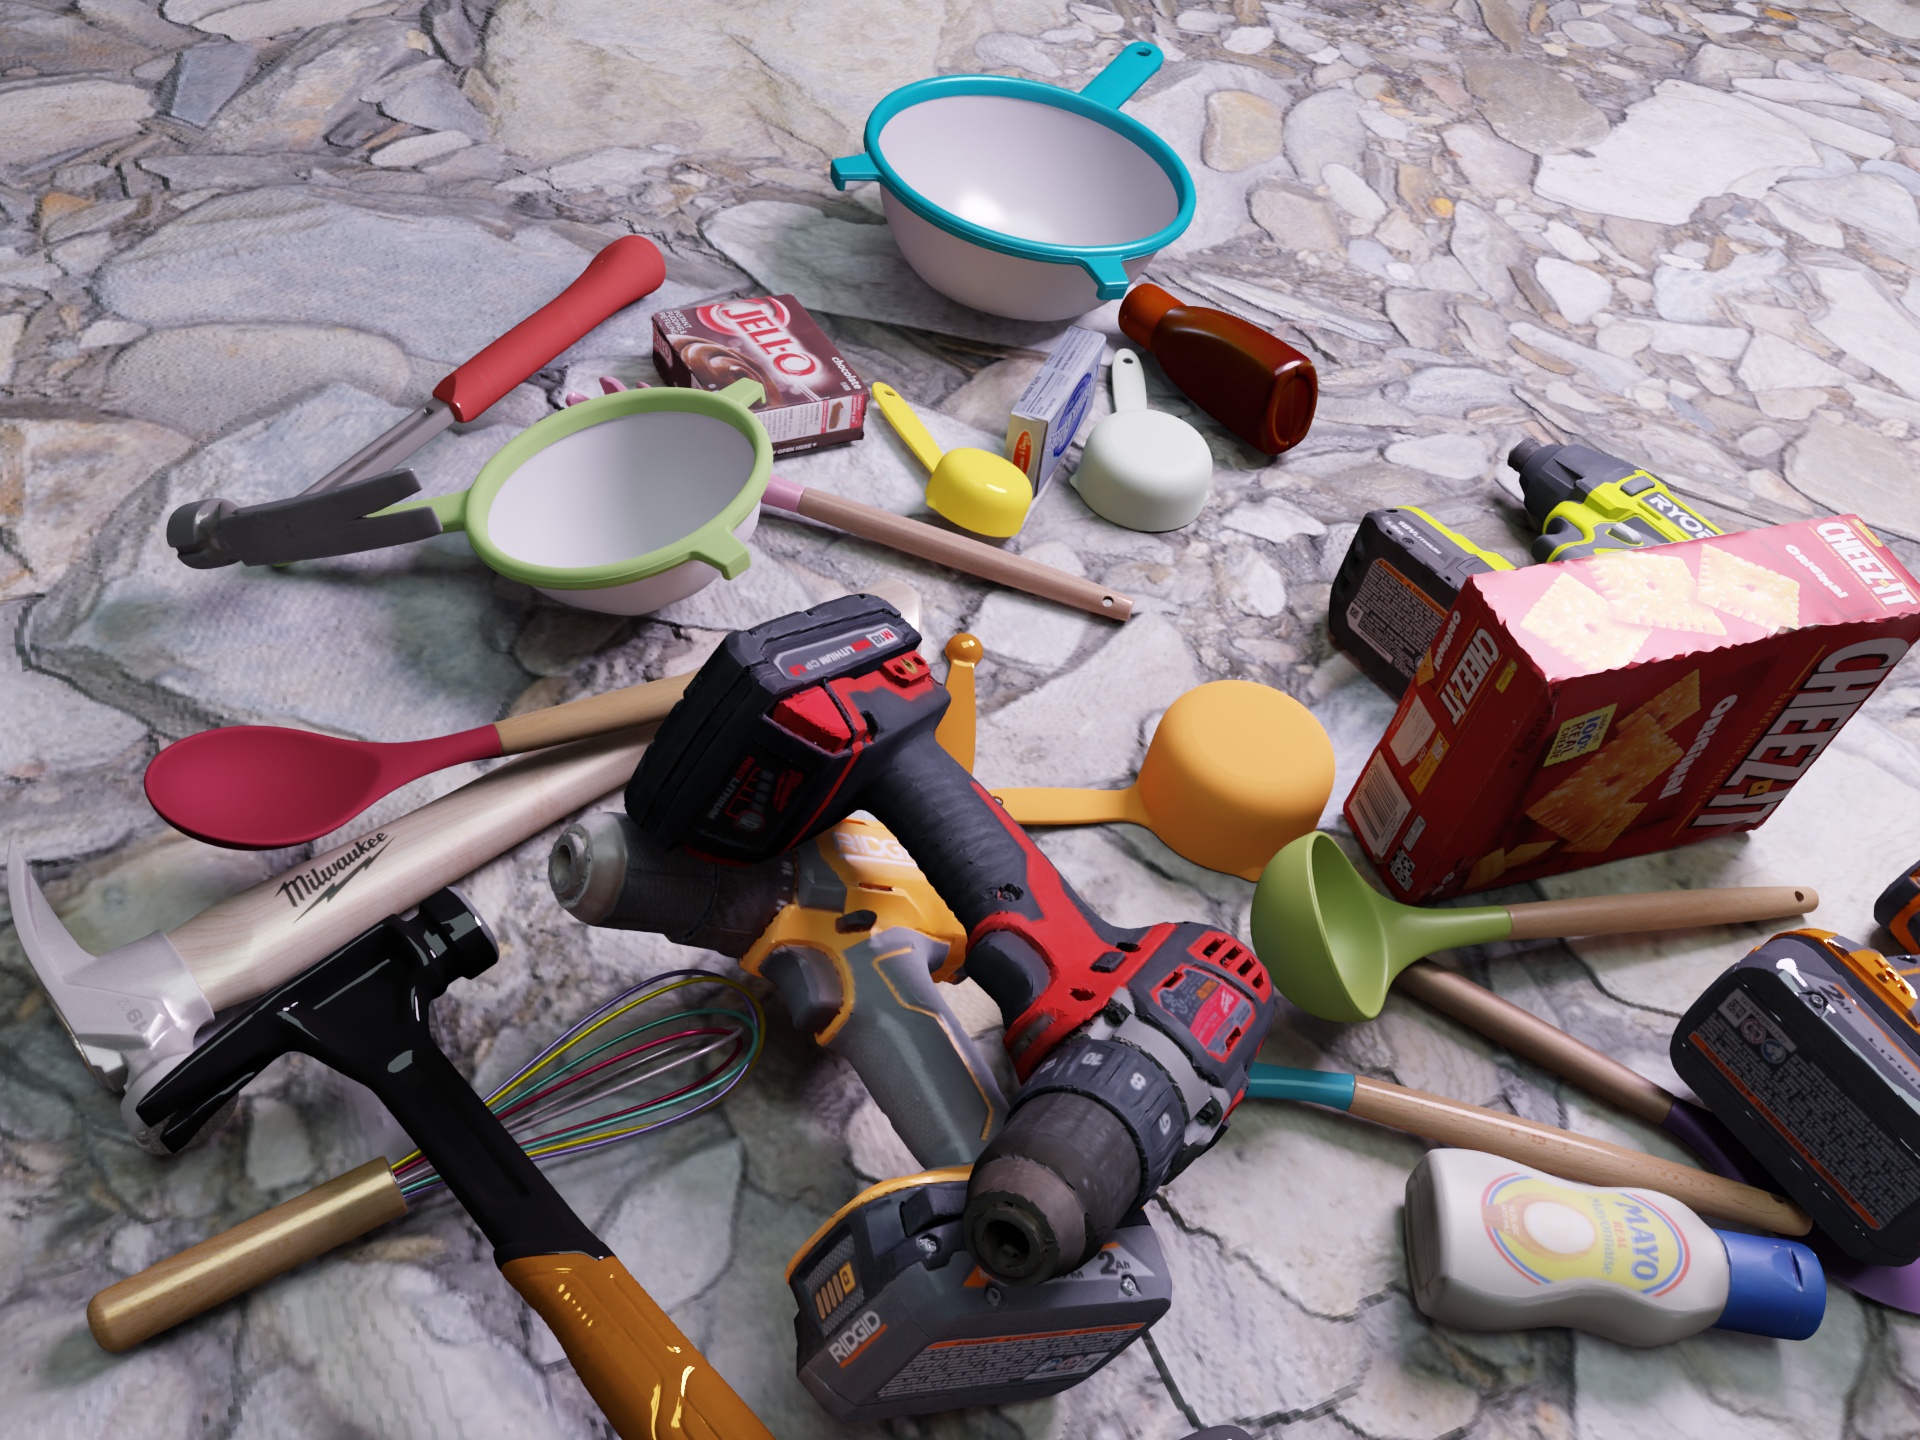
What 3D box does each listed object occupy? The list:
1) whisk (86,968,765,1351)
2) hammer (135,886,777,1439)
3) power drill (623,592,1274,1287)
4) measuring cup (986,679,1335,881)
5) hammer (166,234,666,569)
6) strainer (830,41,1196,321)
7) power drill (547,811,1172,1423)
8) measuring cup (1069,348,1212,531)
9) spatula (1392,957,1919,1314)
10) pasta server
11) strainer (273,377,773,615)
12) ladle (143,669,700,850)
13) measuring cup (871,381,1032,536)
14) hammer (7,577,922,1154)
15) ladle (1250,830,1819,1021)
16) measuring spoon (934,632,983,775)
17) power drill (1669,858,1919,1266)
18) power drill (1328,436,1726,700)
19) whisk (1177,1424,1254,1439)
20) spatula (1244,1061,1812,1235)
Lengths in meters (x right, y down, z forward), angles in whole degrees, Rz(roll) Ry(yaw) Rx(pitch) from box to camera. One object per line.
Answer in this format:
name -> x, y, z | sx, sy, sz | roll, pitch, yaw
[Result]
whisk -> -0.179, 0.159, 0.569 | 0.245, 0.047, 0.051 | -23, 46, -23
hammer -> -0.119, 0.190, 0.493 | 0.127, 0.034, 0.337 | -36, 59, -28
power drill -> -0.005, 0.068, 0.531 | 0.227, 0.080, 0.188 | 43, 28, 10
measuring cup -> 0.090, 0.023, 0.734 | 0.173, 0.052, 0.095 | -1, 48, -14
hammer -> -0.240, -0.181, 0.830 | 0.149, 0.036, 0.359 | -5, 32, 25
strainer -> 0.062, -0.358, 1.060 | 0.211, 0.095, 0.340 | 25, 46, 9
power drill -> -0.041, 0.121, 0.564 | 0.185, 0.084, 0.226 | 13, 38, -39
measuring cup -> 0.106, -0.180, 0.937 | 0.083, 0.038, 0.168 | 5, 49, -6
spatula -> 0.273, 0.153, 0.673 | 0.316, 0.018, 0.060 | 29, 53, 15
pasta server -> -0.060, -0.109, 0.841 | 0.316, 0.060, 0.040 | 19, 2, 4
strainer -> -0.211, -0.087, 0.785 | 0.256, 0.069, 0.152 | -9, 44, 5
ladle -> -0.172, 0.001, 0.677 | 0.315, 0.031, 0.069 | -15, 49, -25
measuring cup -> -0.010, -0.158, 0.894 | 0.062, 0.029, 0.157 | 0, 41, -36
hammer -> -0.185, 0.021, 0.697 | 0.410, 0.038, 0.146 | -30, 57, -33
ladle -> 0.264, 0.083, 0.692 | 0.320, 0.062, 0.078 | -1, 68, -22
measuring spoon -> -0.001, -0.002, 0.770 | 0.021, 0.011, 0.117 | 9, 46, -3
power drill -> 0.425, 0.140, 0.663 | 0.226, 0.084, 0.164 | -12, 50, -33
power drill -> 0.314, -0.080, 0.863 | 0.223, 0.080, 0.171 | -21, 54, -32
whisk -> -0.001, 0.276, 0.489 | 0.239, 0.055, 0.055 | -16, 52, -29
spatula -> 0.185, 0.149, 0.638 | 0.317, 0.044, 0.082 | 15, 22, 4
